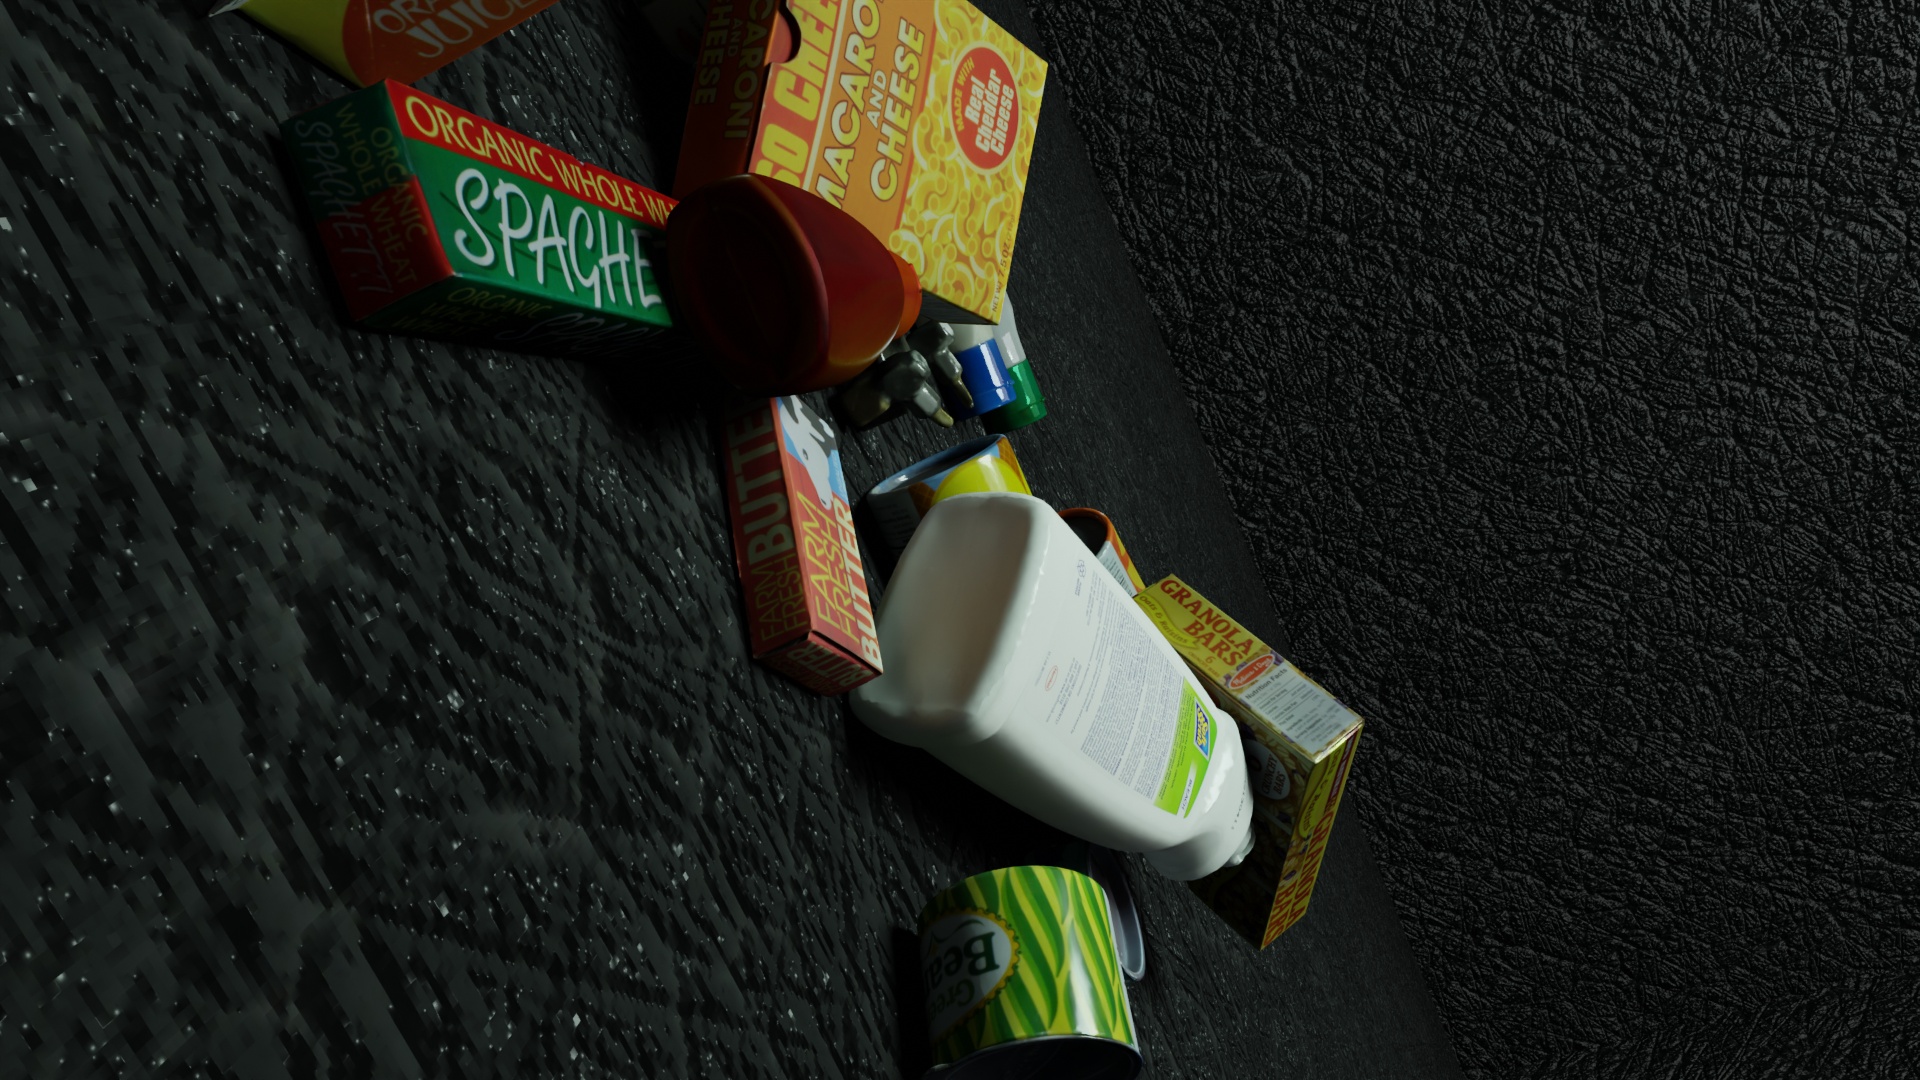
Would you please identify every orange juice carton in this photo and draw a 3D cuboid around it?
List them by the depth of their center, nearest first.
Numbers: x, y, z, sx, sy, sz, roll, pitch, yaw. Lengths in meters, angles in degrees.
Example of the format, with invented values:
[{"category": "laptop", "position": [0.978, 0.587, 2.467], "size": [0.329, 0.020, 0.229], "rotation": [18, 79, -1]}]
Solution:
[{"category": "orange juice carton", "position": [-0.127, -0.178, 0.362], "size": [0.194, 0.072, 0.072], "rotation": [-90, 154, -55]}]

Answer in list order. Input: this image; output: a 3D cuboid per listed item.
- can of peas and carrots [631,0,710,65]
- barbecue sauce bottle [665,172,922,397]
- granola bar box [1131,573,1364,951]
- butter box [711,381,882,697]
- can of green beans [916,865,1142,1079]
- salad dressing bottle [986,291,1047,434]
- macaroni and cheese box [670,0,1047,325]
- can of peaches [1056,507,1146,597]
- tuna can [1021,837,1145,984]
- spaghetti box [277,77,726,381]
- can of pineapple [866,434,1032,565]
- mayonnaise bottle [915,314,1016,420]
[{"category": "can of peas and carrots", "position": [-0.102, -0.239, 0.565], "size": [0.071, 0.058, 0.071], "rotation": [-22, 91, -76]}, {"category": "barbecue sauce bottle", "position": [-0.046, -0.082, 0.459], "size": [0.149, 0.043, 0.065], "rotation": [-37, 106, -76]}, {"category": "granola bar box", "position": [0.129, 0.115, 0.703], "size": [0.124, 0.039, 0.164], "rotation": [40, -33, 34]}, {"category": "butter box", "position": [-0.055, -0.003, 0.469], "size": [0.053, 0.024, 0.104], "rotation": [45, 28, -59]}, {"category": "can of green beans", "position": [0.021, 0.146, 0.450], "size": [0.071, 0.071, 0.058], "rotation": [54, 20, -46]}, {"category": "salad dressing bottle", "position": [0.010, -0.139, 0.859], "size": [0.064, 0.044, 0.147], "rotation": [-59, 128, -74]}, {"category": "macaroni and cheese box", "position": [-0.033, -0.169, 0.565], "size": [0.166, 0.040, 0.123], "rotation": [14, 86, -54]}, {"category": "can of peaches", "position": [0.064, 0.023, 0.783], "size": [0.058, 0.071, 0.071], "rotation": [59, 18, -33]}, {"category": "tuna can", "position": [0.053, 0.165, 0.606], "size": [0.071, 0.033, 0.071], "rotation": [-23, 91, -75]}, {"category": "spaghetti box", "position": [-0.097, -0.079, 0.416], "size": [0.050, 0.028, 0.250], "rotation": [69, 14, 3]}, {"category": "can of pineapple", "position": [0.002, -0.007, 0.592], "size": [0.071, 0.071, 0.057], "rotation": [-59, 127, -72]}, {"category": "mayonnaise bottle", "position": [-0.011, -0.143, 0.791], "size": [0.065, 0.041, 0.148], "rotation": [-40, 109, -73]}]
